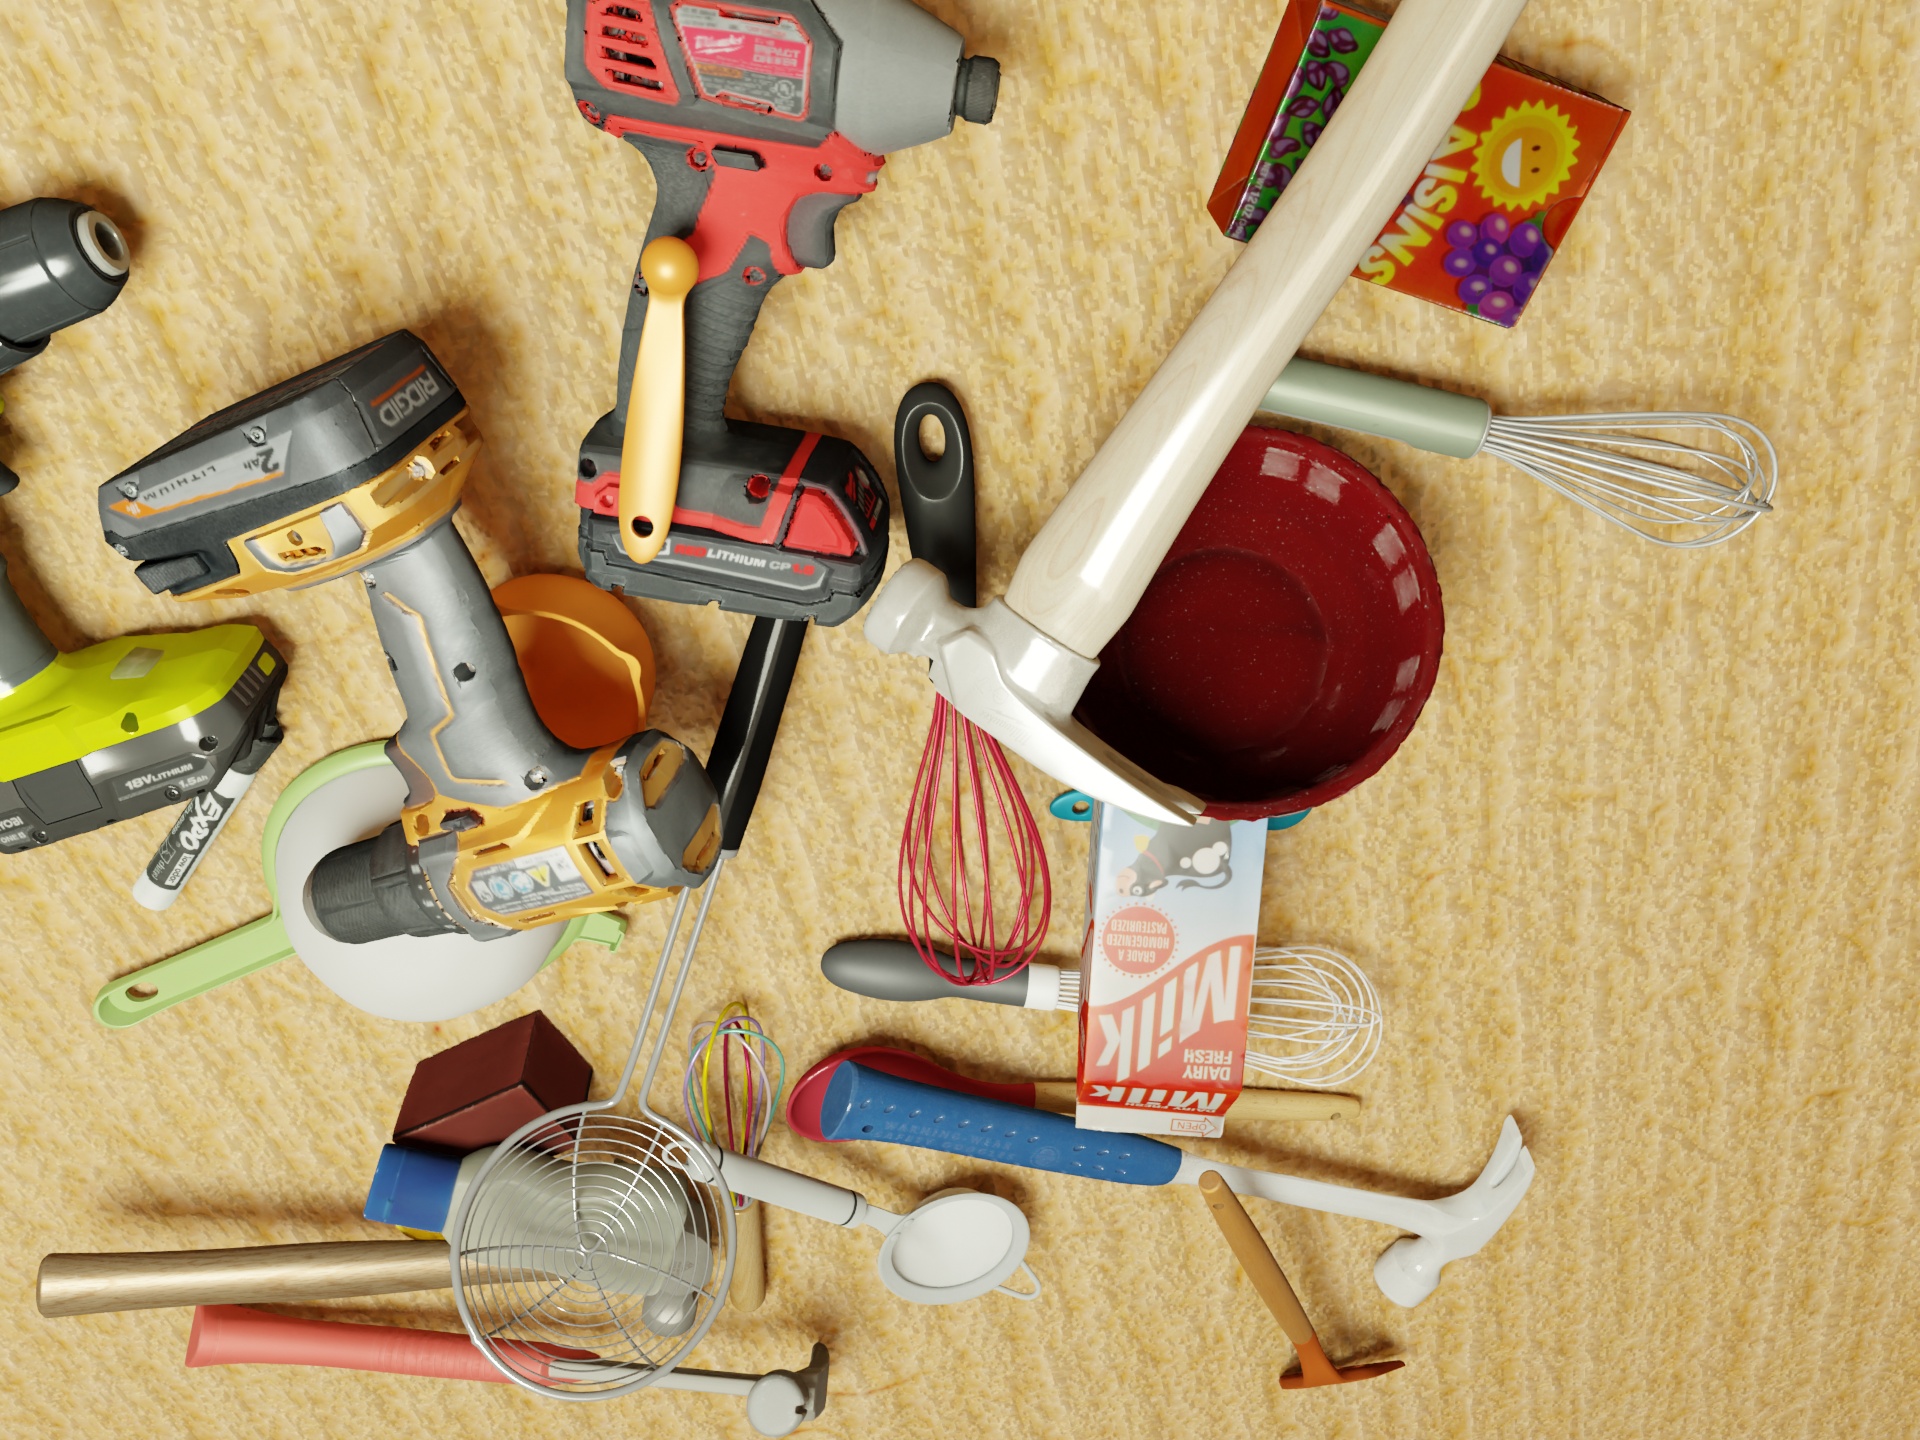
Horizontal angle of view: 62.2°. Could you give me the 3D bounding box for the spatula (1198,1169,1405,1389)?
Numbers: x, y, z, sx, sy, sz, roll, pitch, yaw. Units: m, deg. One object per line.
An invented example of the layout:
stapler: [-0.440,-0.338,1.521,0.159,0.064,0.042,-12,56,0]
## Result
spatula: [0.184,0.326,0.897,0.081,0.041,0.322,-15,133,17]

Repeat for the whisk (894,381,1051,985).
whisk: [-0.001,-0.002,0.694,0.073,0.073,0.295,-6,117,-1]

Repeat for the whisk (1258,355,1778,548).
whisk: [0.215,-0.115,0.642,0.246,0.058,0.059,11,120,-6]

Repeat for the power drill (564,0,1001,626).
power drill: [-0.068,-0.152,0.570,0.143,0.079,0.219,9,119,1]

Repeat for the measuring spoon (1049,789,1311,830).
measuring spoon: [0.107,0.041,0.749,0.128,0.021,0.042,-5,123,-3]

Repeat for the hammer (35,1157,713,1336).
hammer: [-0.294,0.284,0.829,0.331,0.031,0.130,3,128,-18]

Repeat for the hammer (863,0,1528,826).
hammer: [0.124,-0.155,0.536,0.146,0.038,0.410,35,110,7]

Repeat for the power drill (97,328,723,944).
power drill: [-0.217,-0.010,0.599,0.185,0.084,0.226,-15,118,23]

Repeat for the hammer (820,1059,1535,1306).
hammer: [0.123,0.235,0.847,0.405,0.035,0.144,17,125,-21]

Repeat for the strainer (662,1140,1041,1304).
strainer: [-0.053,0.259,0.846,0.258,0.050,0.087,31,108,-36]

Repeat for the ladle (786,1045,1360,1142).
ladle: [0.064,0.202,0.850,0.315,0.031,0.069,4,127,-10]

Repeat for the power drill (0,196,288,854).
power drill: [-0.360,-0.074,0.604,0.190,0.080,0.228,-17,120,7]

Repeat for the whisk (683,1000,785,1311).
whisk: [-0.117,0.240,0.854,0.051,0.047,0.244,-6,129,-10]

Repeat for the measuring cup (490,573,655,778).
measuring cup: [-0.190,-0.051,0.649,0.095,0.052,0.173,-23,115,12]

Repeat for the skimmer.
skimmer: [-0.124,0.120,0.691,0.127,0.090,0.363,16,105,-13]

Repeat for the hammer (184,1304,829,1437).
hammer: [-0.255,0.361,0.901,0.359,0.037,0.149,4,165,2]

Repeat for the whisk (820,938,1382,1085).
whisk: [0.072,0.137,0.792,0.284,0.070,0.070,6,123,-4]

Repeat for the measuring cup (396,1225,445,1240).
measuring cup: [-0.231,0.264,0.873,0.156,0.029,0.062,15,124,-28]

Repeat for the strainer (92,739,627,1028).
strainer: [-0.295,0.106,0.730,0.256,0.069,0.151,-22,122,8]

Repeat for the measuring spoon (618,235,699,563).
measuring spoon: [-0.106,-0.107,0.548,0.021,0.011,0.116,12,116,1]
